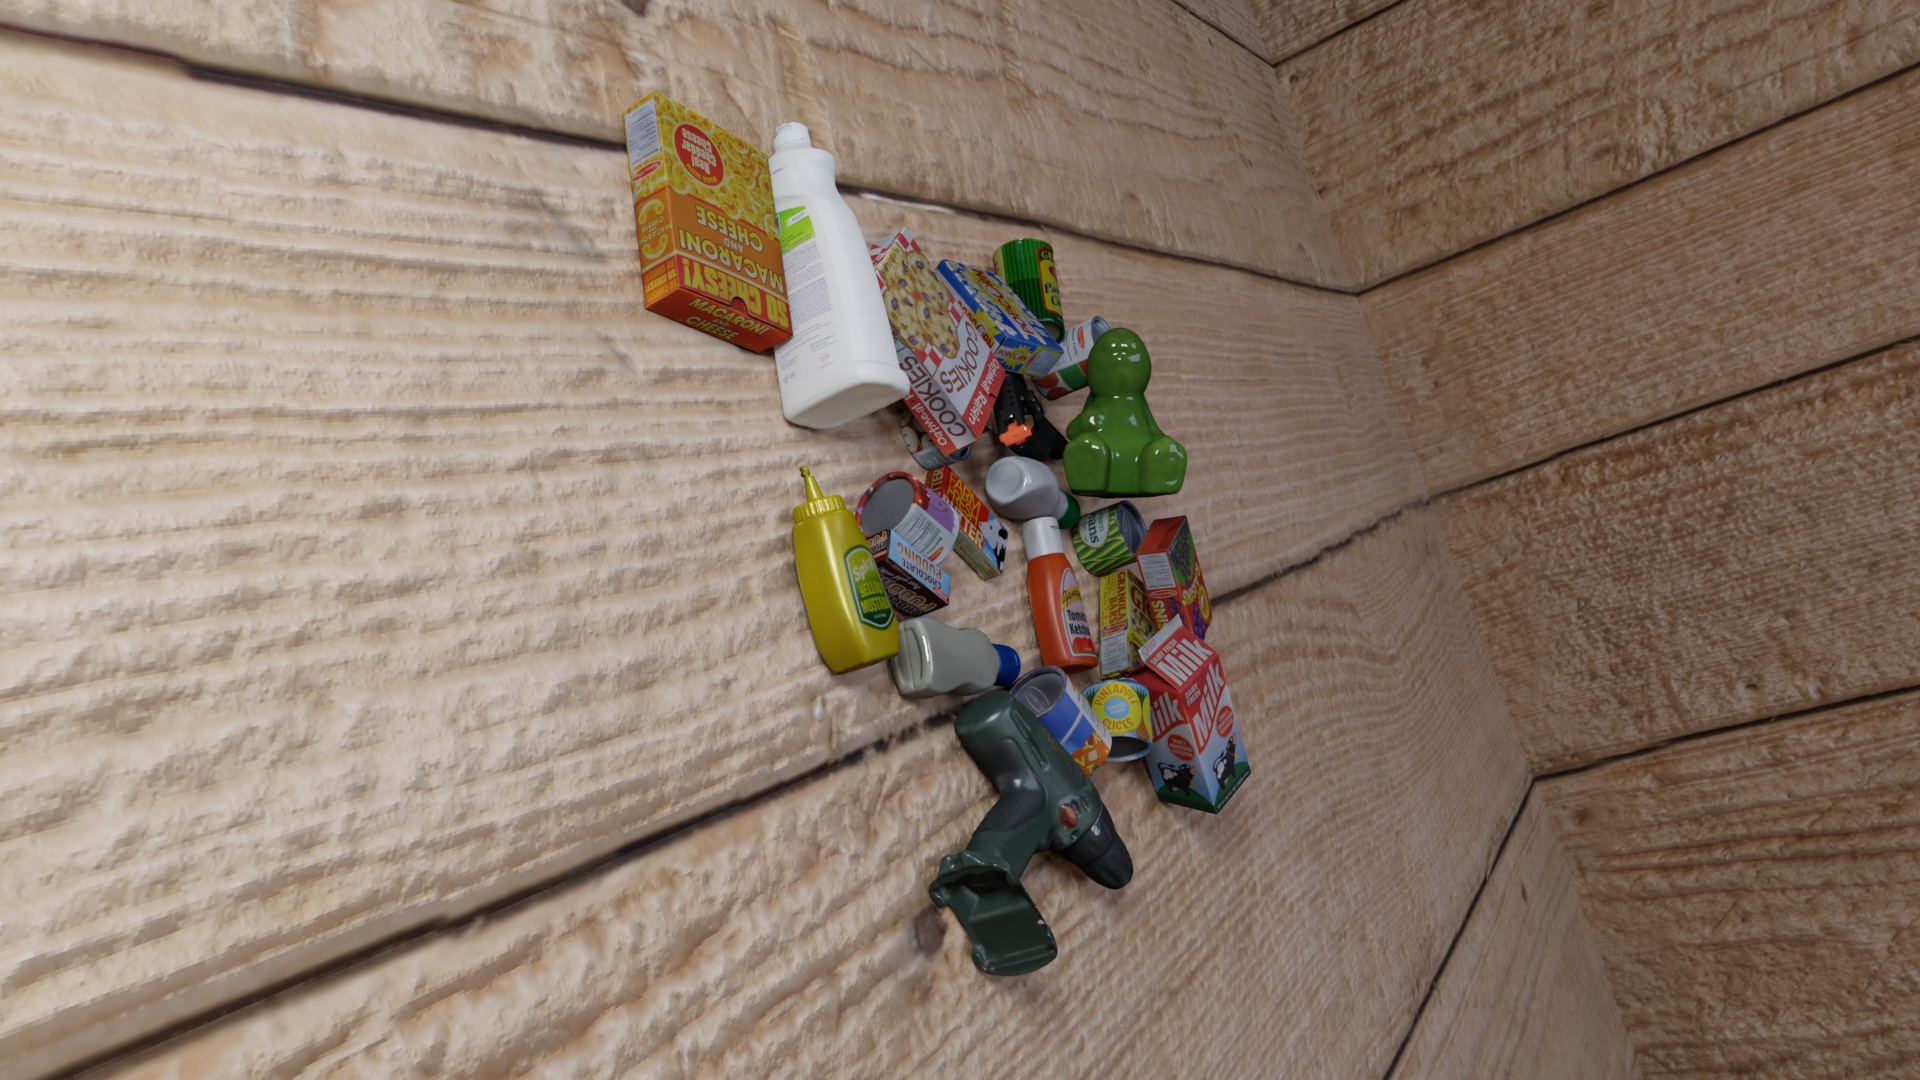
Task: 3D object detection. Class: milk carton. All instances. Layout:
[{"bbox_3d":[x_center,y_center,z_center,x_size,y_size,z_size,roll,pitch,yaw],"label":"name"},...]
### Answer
[{"bbox_3d":[0.221,0.170,1.380,0.073,0.073,0.189,-37,119,-37],"label":"milk carton"}]

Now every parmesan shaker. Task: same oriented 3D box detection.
[{"bbox_3d":[0.073,-0.259,1.477,0.071,0.071,0.103,25,51,-51],"label":"parmesan shaker"}]

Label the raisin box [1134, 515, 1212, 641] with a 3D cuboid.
[{"bbox_3d":[0.226,0.047,1.455,0.086,0.040,0.123,-51,128,-57],"label":"raisin box"}]

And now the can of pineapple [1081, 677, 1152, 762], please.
[{"bbox_3d":[0.149,0.171,1.322,0.071,0.071,0.058,37,43,-44],"label":"can of pineapple"}]

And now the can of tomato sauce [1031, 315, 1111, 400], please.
[{"bbox_3d":[0.124,-0.195,1.501,0.071,0.083,0.071,37,42,-44],"label":"can of tomato sauce"}]

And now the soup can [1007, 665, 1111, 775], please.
[{"bbox_3d":[0.083,0.164,1.226,0.083,0.071,0.072,53,33,-27],"label":"soup can"}]

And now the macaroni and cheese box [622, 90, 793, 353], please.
[{"bbox_3d":[-0.190,-0.239,1.052,0.124,0.040,0.167,16,58,-54],"label":"macaroni and cheese box"}]

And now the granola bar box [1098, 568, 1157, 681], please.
[{"bbox_3d":[0.204,0.124,1.474,0.165,0.039,0.125,40,41,-40],"label":"granola bar box"}]

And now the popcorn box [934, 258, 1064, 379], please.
[{"bbox_3d":[0.032,-0.215,1.342,0.085,0.038,0.127,7,39,-46],"label":"popcorn box"}]

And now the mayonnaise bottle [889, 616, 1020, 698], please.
[{"bbox_3d":[-0.002,0.100,1.148,0.148,0.041,0.065,14,61,-57],"label":"mayonnaise bottle"}]

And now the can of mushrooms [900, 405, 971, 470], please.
[{"bbox_3d":[-0.022,-0.100,1.249,0.071,0.033,0.071,36,43,-43],"label":"can of mushrooms"}]

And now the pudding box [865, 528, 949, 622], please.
[{"bbox_3d":[-0.052,0.029,1.101,0.083,0.049,0.030,41,38,-41],"label":"pudding box"}]

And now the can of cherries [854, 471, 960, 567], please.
[{"bbox_3d":[-0.045,-0.016,1.128,0.058,0.071,0.072,38,41,-41],"label":"can of cherries"}]

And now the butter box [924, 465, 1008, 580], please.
[{"bbox_3d":[0.004,-0.016,1.247,0.103,0.024,0.053,47,37,-34],"label":"butter box"}]

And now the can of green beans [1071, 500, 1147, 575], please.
[{"bbox_3d":[0.158,-0.002,1.458,0.071,0.057,0.071,37,43,-44],"label":"can of green beans"}]

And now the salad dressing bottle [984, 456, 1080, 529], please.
[{"bbox_3d":[0.074,-0.042,1.348,0.147,0.064,0.044,25,41,-62],"label":"salad dressing bottle"}]

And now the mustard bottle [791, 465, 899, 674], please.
[{"bbox_3d":[-0.093,0.018,1.038,0.065,0.048,0.160,-10,80,-62],"label":"mustard bottle"}]

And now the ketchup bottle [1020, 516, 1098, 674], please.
[{"bbox_3d":[0.090,0.053,1.327,0.065,0.043,0.149,13,60,-56],"label":"ketchup bottle"}]

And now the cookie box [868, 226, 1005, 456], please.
[{"bbox_3d":[-0.030,-0.173,1.209,0.167,0.040,0.123,53,32,-22],"label":"cookie box"}]

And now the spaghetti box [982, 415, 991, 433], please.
[{"bbox_3d":[-0.053,-0.170,1.247,0.249,0.028,0.050,35,43,-45],"label":"spaghetti box"}]
